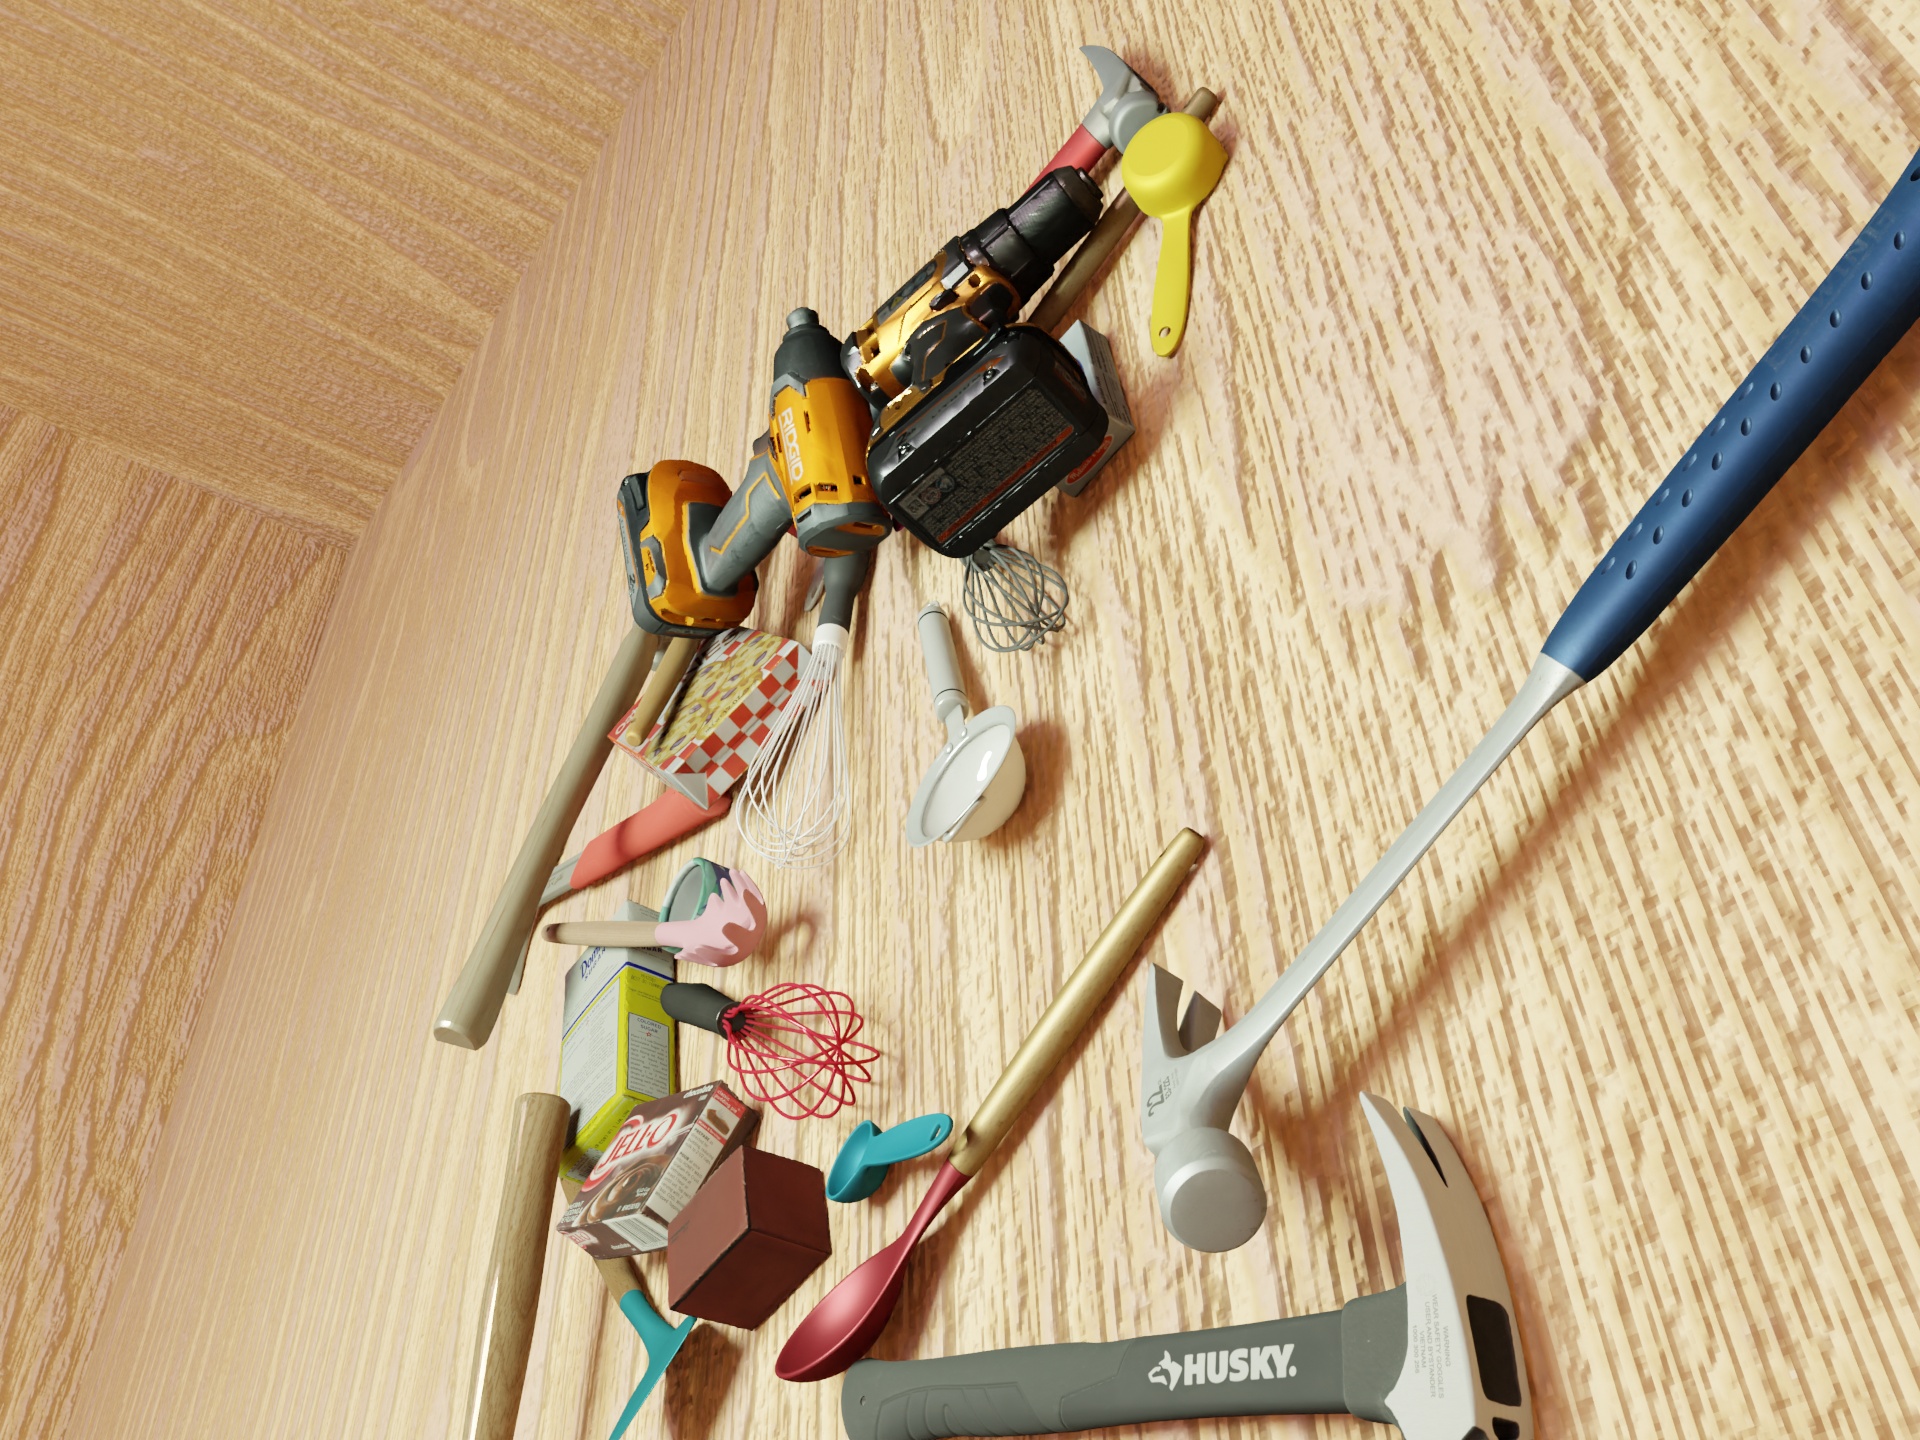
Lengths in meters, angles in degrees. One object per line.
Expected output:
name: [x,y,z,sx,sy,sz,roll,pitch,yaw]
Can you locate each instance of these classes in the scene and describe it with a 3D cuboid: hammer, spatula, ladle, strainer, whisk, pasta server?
hammer: [0.057,0.236,0.581,0.335,0.035,0.146,-31,43,46]
spatula: [-0.210,0.328,0.948,0.082,0.044,0.318,-56,26,-7]
hammer: [-0.011,-0.279,1.076,0.386,0.038,0.143,-47,32,23]
hammer: [0.189,-0.011,0.525,0.405,0.035,0.144,-53,8,12]
ladle: [0.014,0.176,0.706,0.315,0.031,0.069,-56,3,10]
hammer: [-0.282,0.114,1.250,0.359,0.036,0.149,-27,46,50]
strainer: [-0.001,-0.003,0.865,0.087,0.050,0.259,-46,27,20]
whisk: [0.009,-0.093,0.915,0.055,0.055,0.239,-58,24,13]
whisk: [-0.087,-0.025,1.018,0.070,0.070,0.285,-37,34,41]
hammer: [-0.287,0.047,1.165,0.146,0.038,0.411,96,-172,-53]
whisk: [-0.122,0.176,0.912,0.296,0.073,0.073,-5,64,64]
hammer: [-0.266,0.372,0.907,0.031,0.130,0.332,-43,36,42]
pasta server: [-0.210,0.134,1.032,0.316,0.040,0.060,-10,45,52]

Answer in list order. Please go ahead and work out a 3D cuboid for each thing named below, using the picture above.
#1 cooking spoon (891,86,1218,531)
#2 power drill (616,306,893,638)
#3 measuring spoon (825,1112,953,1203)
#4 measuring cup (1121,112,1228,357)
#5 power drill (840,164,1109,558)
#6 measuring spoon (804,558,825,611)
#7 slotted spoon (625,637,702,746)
cooking spoon: [0.051,-0.245,0.966,0.319,0.017,0.069,-52,21,13]
power drill: [-0.139,-0.161,1.060,0.226,0.084,0.164,-26,69,44]
measuring spoon: [-0.027,0.204,0.744,0.128,0.021,0.042,-38,23,55]
measuring cup: [0.113,-0.272,0.883,0.062,0.029,0.157,-10,61,33]
power drill: [0.019,-0.213,0.897,0.185,0.084,0.226,-38,33,19]
measuring spoon: [-0.081,-0.131,1.133,0.124,0.018,0.034,-64,28,16]
slotted spoon: [-0.192,-0.081,1.183,0.070,0.031,0.314,-25,29,28]
